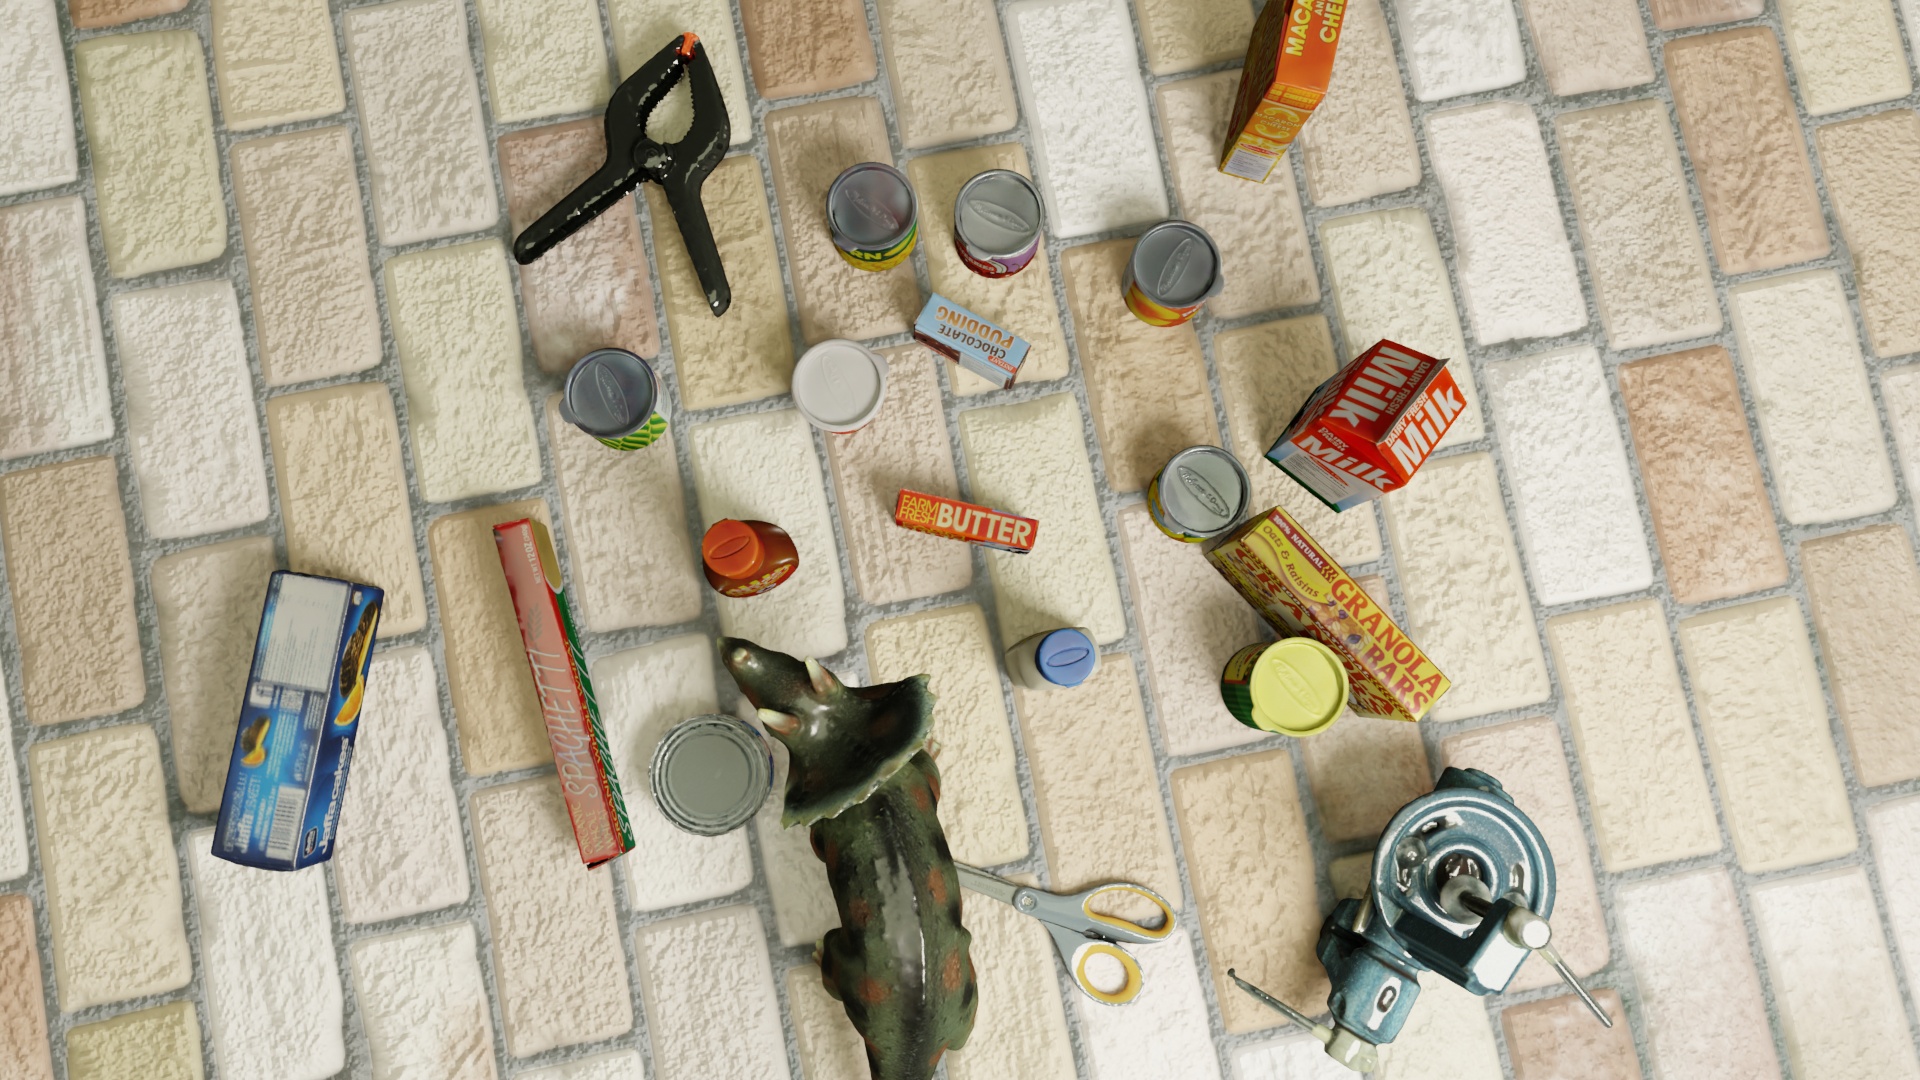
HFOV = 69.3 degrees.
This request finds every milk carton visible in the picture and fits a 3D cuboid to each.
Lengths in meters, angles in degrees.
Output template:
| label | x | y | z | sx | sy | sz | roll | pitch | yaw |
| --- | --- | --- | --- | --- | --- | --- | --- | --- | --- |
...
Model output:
| label | x | y | z | sx | sy | sz | roll | pitch | yaw |
| --- | --- | --- | --- | --- | --- | --- | --- | --- | --- |
| milk carton | 0.280 | -0.078 | 0.953 | 0.073 | 0.190 | 0.072 | 38 | 85 | 2 |

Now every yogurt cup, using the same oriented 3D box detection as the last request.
| label | x | y | z | sx | sy | sz | roll | pitch | yaw |
| --- | --- | --- | --- | --- | --- | --- | --- | --- | --- |
| yogurt cup | -0.087 | -0.109 | 1.014 | 0.072 | 0.054 | 0.072 | 0 | 84 | -2 |

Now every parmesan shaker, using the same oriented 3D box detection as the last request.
| label | x | y | z | sx | sy | sz | roll | pitch | yaw |
| --- | --- | --- | --- | --- | --- | --- | --- | --- | --- |
| parmesan shaker | 0.222 | 0.104 | 0.975 | 0.071 | 0.103 | 0.071 | 0 | 84 | -2 |

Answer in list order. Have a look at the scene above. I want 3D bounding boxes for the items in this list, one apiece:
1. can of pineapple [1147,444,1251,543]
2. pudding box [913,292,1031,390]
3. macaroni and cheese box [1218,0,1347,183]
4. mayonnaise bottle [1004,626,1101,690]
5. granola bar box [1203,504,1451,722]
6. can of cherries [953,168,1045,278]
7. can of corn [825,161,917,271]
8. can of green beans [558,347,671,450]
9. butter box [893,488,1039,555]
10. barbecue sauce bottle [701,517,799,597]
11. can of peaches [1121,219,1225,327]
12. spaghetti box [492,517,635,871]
| label | x | y | z | sx | sy | sz | roll | pitch | yaw |
| --- | --- | --- | --- | --- | --- | --- | --- | --- | --- |
| can of pineapple | 0.171 | -0.032 | 1.011 | 0.071 | 0.058 | 0.071 | 0 | 84 | -2 |
| pudding box | 0.008 | -0.146 | 1.023 | 0.084 | 0.049 | 0.030 | 28 | 84 | 1 |
| macaroni and cheese box | 0.232 | -0.345 | 0.993 | 0.040 | 0.166 | 0.124 | 14 | 84 | 0 |
| mayonnaise bottle | 0.066 | 0.080 | 0.950 | 0.065 | 0.148 | 0.041 | -16 | 85 | -3 |
| granola bar box | 0.252 | 0.052 | 0.971 | 0.039 | 0.124 | 0.165 | -43 | 87 | -5 |
| can of cherries | 0.026 | -0.231 | 1.029 | 0.071 | 0.058 | 0.071 | 0 | 84 | -2 |
| can of corn | -0.066 | -0.236 | 1.027 | 0.071 | 0.058 | 0.071 | 0 | 84 | -2 |
| can of green beans | -0.247 | -0.101 | 1.007 | 0.071 | 0.058 | 0.071 | 0 | 84 | -2 |
| butter box | 0.004 | -0.013 | 1.007 | 0.103 | 0.053 | 0.024 | 13 | 84 | 0 |
| barbecue sauce bottle | -0.148 | 0.011 | 0.951 | 0.065 | 0.148 | 0.043 | -25 | 85 | -4 |
| can of peaches | 0.157 | -0.195 | 1.029 | 0.071 | 0.058 | 0.071 | 0 | 84 | -2 |
| spaghetti box | -0.281 | 0.107 | 0.986 | 0.029 | 0.050 | 0.250 | -17 | 84 | -3 |
